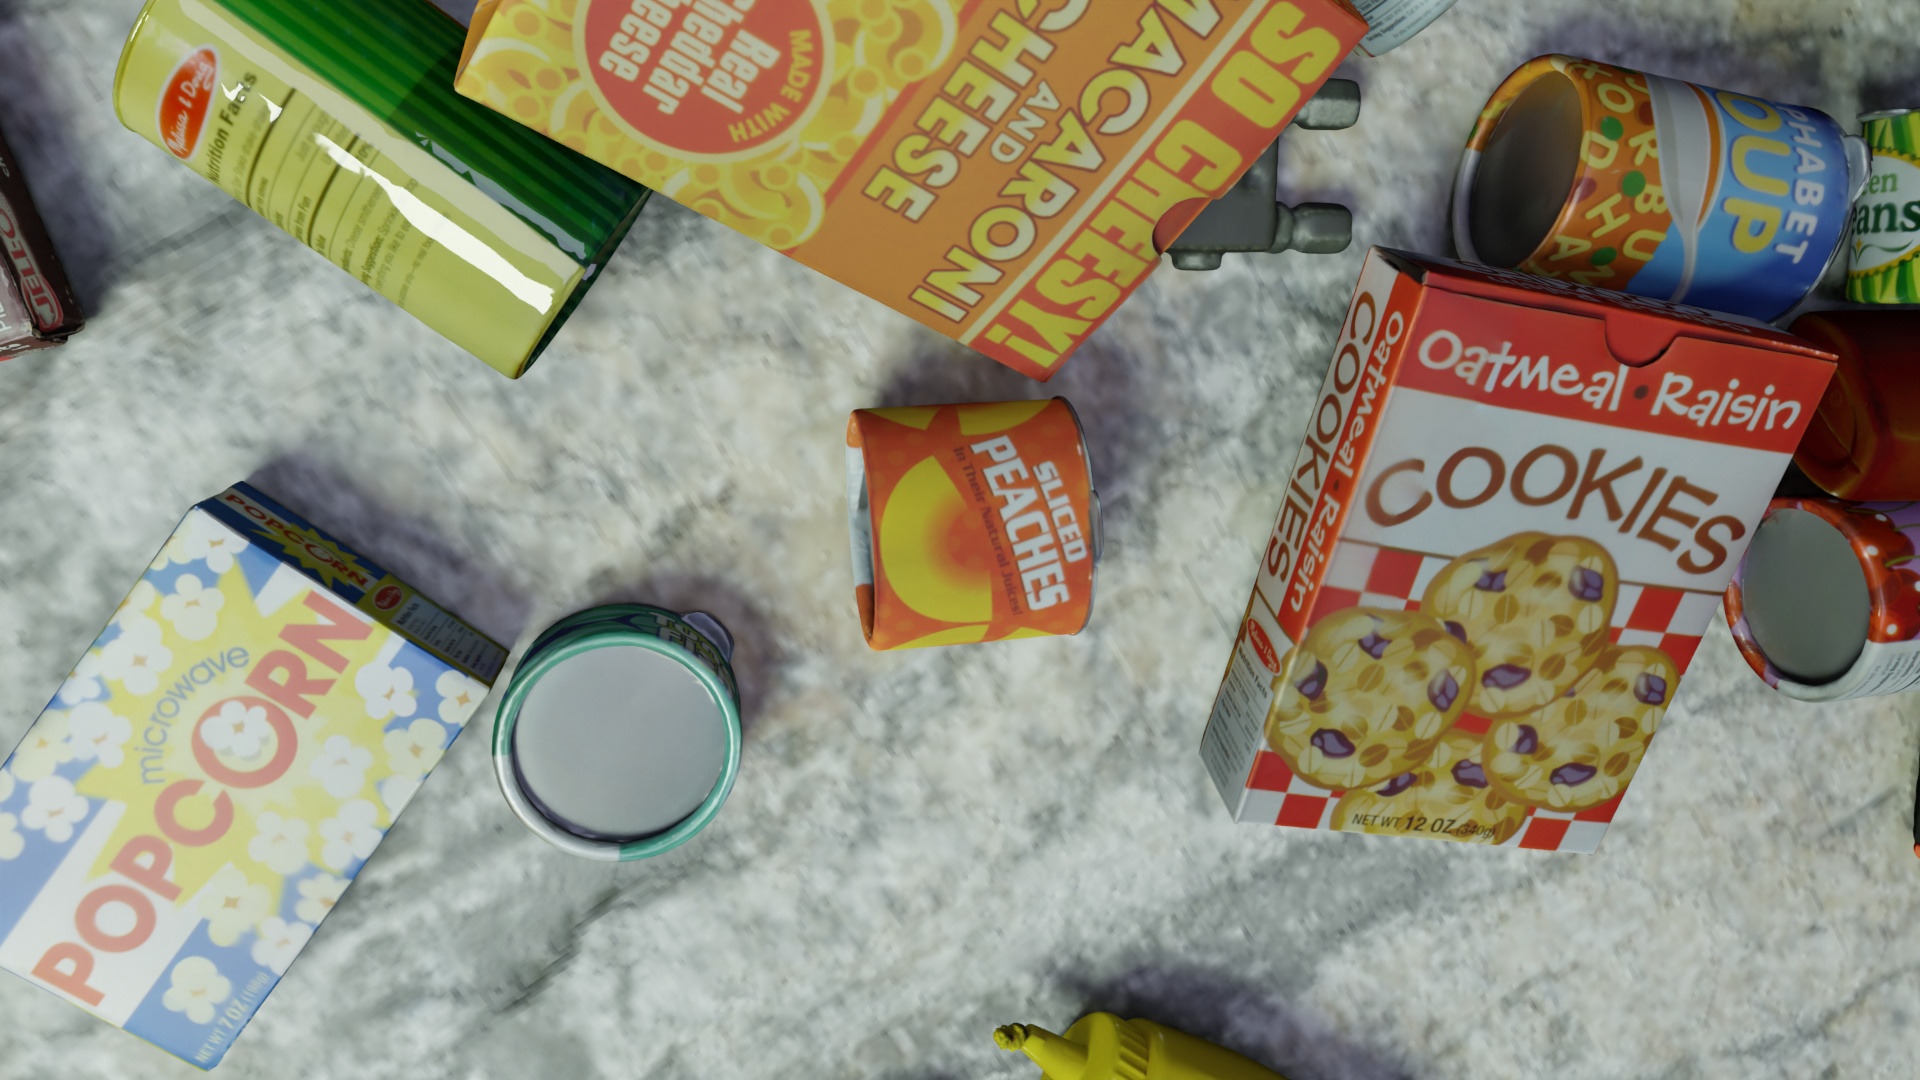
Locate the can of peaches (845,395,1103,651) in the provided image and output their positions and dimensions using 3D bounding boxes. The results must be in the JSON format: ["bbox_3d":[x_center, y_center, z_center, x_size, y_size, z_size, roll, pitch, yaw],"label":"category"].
[{"bbox_3d":[0.001,-0.005,0.373,0.058,0.071,0.071,-4,100,-10],"label":"can of peaches"}]

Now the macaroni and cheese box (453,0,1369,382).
[{"bbox_3d":[-0.009,-0.118,0.319,0.166,0.040,0.123,23,127,-30],"label":"macaroni and cheese box"}]

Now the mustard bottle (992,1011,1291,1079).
[{"bbox_3d":[0.074,0.186,0.430,0.160,0.049,0.065,37,90,-14],"label":"mustard bottle"}]

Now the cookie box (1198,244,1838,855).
[{"bbox_3d":[0.153,0.009,0.398,0.123,0.040,0.166,8,115,-12],"label":"cookie box"}]

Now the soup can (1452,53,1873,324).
[{"bbox_3d":[0.197,-0.100,0.398,0.084,0.071,0.071,8,98,-12],"label":"soup can"}]

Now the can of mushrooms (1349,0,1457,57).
[{"bbox_3d":[0.123,-0.168,0.376,0.033,0.071,0.071,38,90,-14],"label":"can of mushrooms"}]

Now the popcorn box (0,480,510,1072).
[{"bbox_3d":[-0.192,0.061,0.361,0.085,0.038,0.126,36,90,-14],"label":"popcorn box"}]

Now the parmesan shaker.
[{"bbox_3d":[-0.135,-0.093,0.337,0.103,0.071,0.071,35,91,-15],"label":"parmesan shaker"}]

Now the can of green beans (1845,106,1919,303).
[{"bbox_3d":[0.311,-0.101,0.424,0.071,0.071,0.057,-2,100,-11],"label":"can of green beans"}]

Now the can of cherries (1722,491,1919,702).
[{"bbox_3d":[0.287,0.013,0.439,0.058,0.071,0.071,-6,100,-9],"label":"can of cherries"}]

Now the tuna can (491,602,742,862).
[{"bbox_3d":[-0.091,0.051,0.383,0.071,0.033,0.071,-2,100,-11],"label":"tuna can"}]

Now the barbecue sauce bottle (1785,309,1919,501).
[{"bbox_3d":[0.334,-0.043,0.425,0.149,0.065,0.043,-1,138,-2],"label":"barbecue sauce bottle"}]
